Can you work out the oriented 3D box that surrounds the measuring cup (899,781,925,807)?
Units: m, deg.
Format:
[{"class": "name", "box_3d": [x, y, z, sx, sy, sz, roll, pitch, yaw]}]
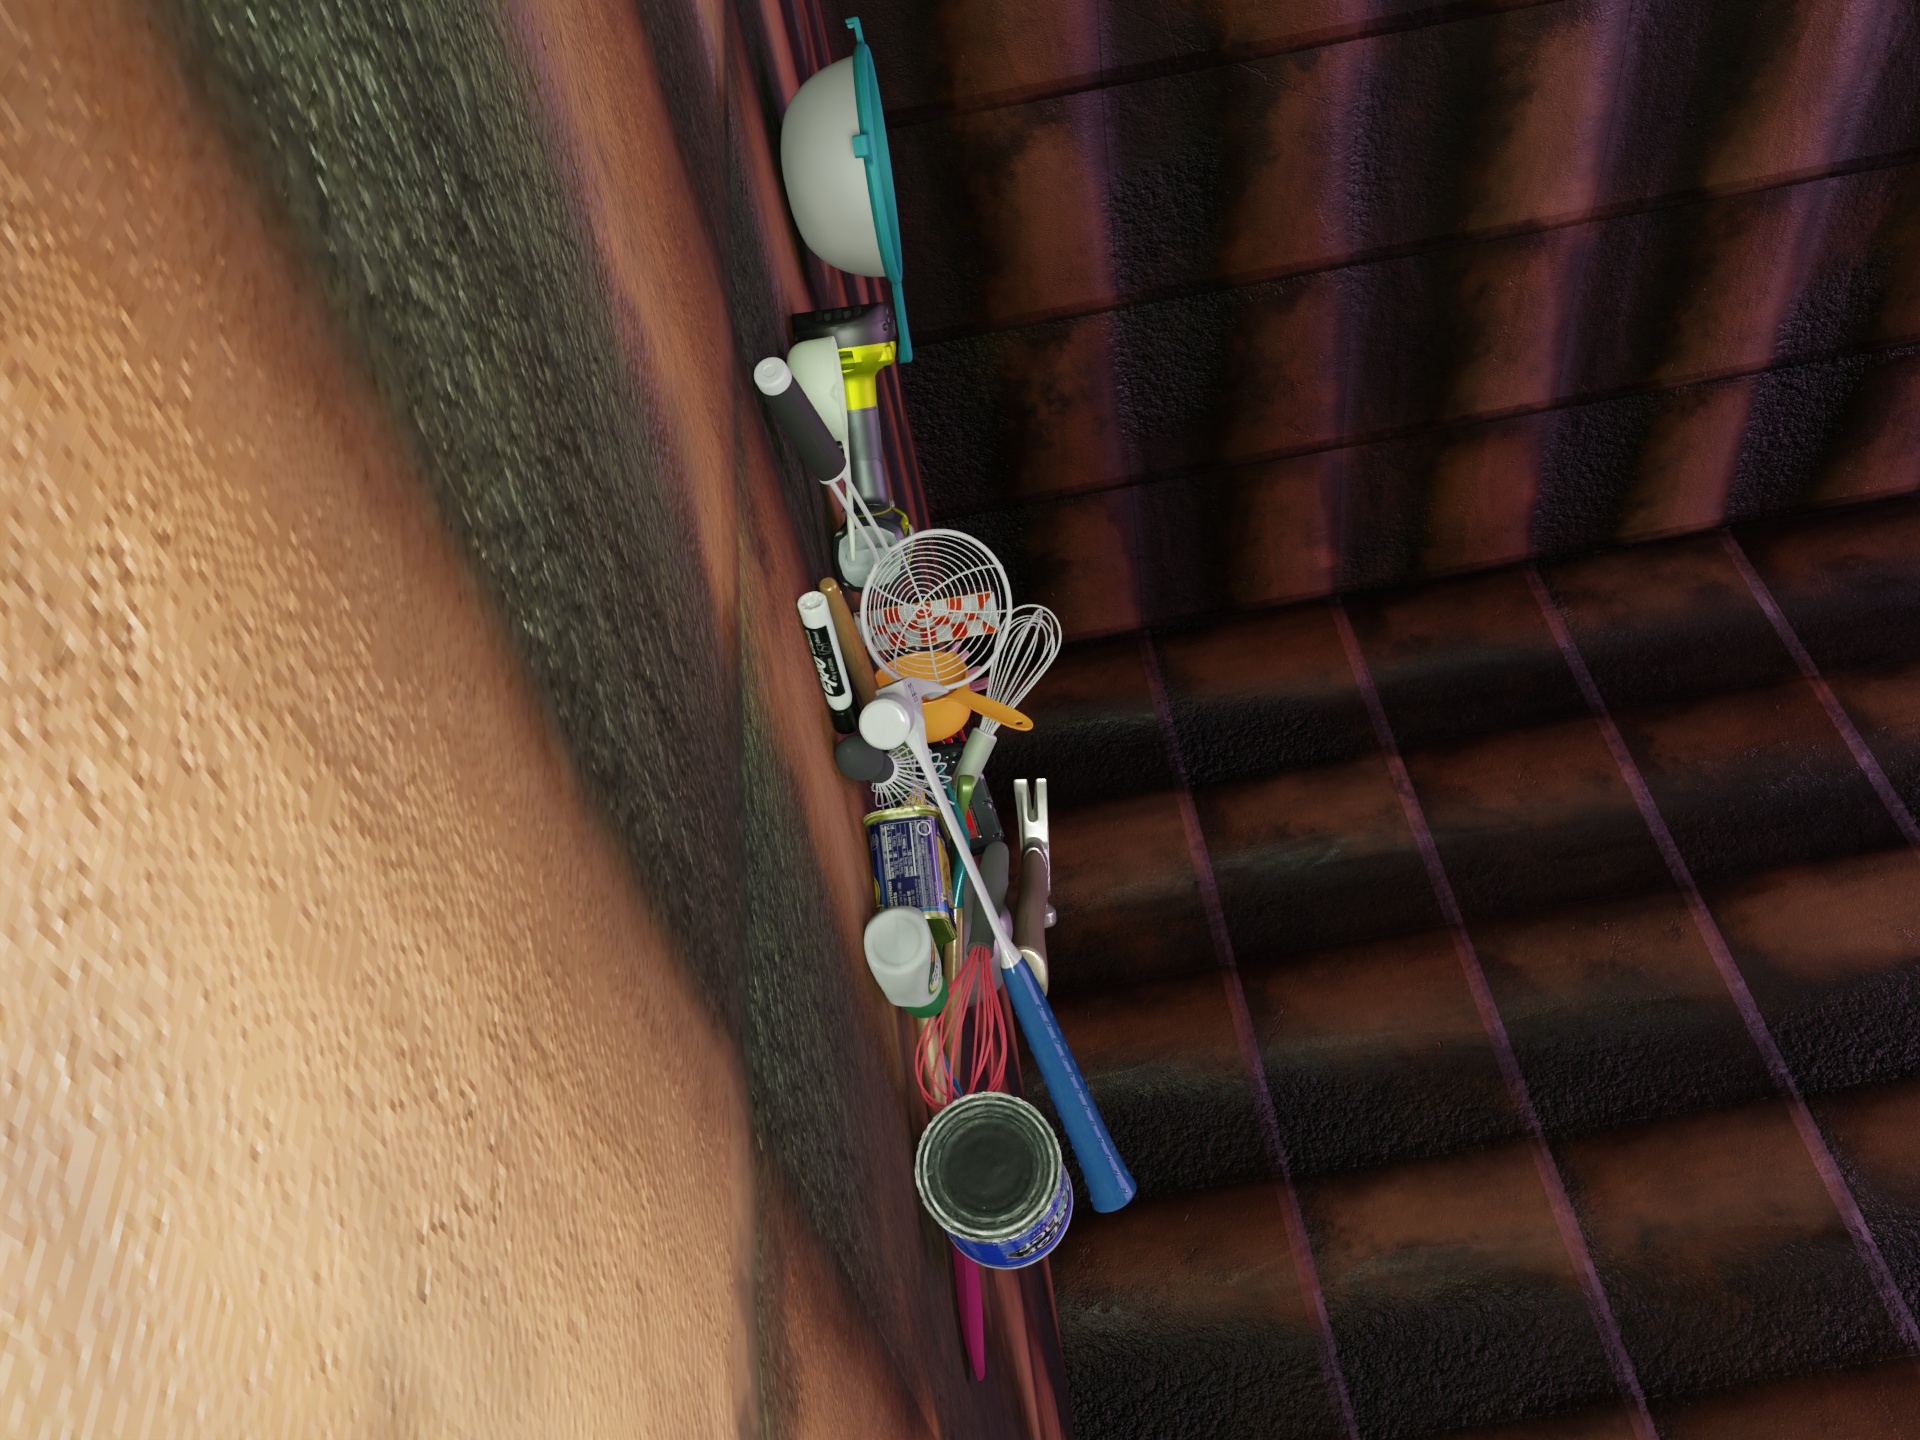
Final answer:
[{"class": "measuring cup", "box_3d": [-0.040, 0.098, 1.481, 0.156, 0.029, 0.062, 78, 3, -55]}]

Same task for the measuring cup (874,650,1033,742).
[{"class": "measuring cup", "box_3d": [-0.002, -0.004, 1.404, 0.174, 0.095, 0.052, 24, -44, 36]}]

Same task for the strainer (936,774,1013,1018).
[{"class": "strainer", "box_3d": [0.018, 0.159, 1.459, 0.152, 0.069, 0.256, -95, -171, -58]}]

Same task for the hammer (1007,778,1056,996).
[{"class": "hammer", "box_3d": [0.060, 0.150, 1.368, 0.410, 0.038, 0.146, -61, 148, -83]}]

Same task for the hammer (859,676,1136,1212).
[{"class": "hammer", "box_3d": [0.033, 0.156, 1.115, 0.144, 0.035, 0.405, -58, 126, -75]}]

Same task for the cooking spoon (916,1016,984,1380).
[{"class": "cooking spoon", "box_3d": [-0.010, 0.352, 1.256, 0.068, 0.017, 0.319, 53, 27, -74]}]

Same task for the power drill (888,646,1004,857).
[{"class": "power drill", "box_3d": [-0.025, 0.026, 1.628, 0.227, 0.080, 0.187, -105, 177, -68]}]

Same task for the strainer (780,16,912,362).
[{"class": "strainer", "box_3d": [-0.108, -0.465, 1.507, 0.340, 0.095, 0.211, 81, 3, -56]}]

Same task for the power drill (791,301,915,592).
[{"class": "power drill", "box_3d": [-0.081, -0.229, 1.333, 0.191, 0.080, 0.228, -87, 170, -76]}]

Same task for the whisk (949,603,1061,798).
[{"class": "whisk", "box_3d": [0.026, 0.005, 1.492, 0.058, 0.059, 0.246, -13, 129, -86]}]

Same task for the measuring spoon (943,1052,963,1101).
[{"class": "measuring spoon", "box_3d": [-0.024, 0.285, 1.323, 0.042, 0.021, 0.128, -93, 164, -69]}]

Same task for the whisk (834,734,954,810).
[{"class": "whisk", "box_3d": [-0.051, 0.040, 1.170, 0.284, 0.070, 0.070, 44, 36, -79]}]

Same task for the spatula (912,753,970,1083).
[{"class": "spatula", "box_3d": [-0.016, 0.186, 1.370, 0.082, 0.044, 0.317, -176, -93, -69]}]

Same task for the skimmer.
[{"class": "skimmer", "box_3d": [-0.052, -0.134, 1.130, 0.090, 0.127, 0.363, 39, -7, 25]}]

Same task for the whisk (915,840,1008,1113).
[{"class": "whisk", "box_3d": [0.013, 0.204, 1.296, 0.296, 0.073, 0.073, -78, 161, -50]}]

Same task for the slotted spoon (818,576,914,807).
[{"class": "slotted spoon", "box_3d": [-0.072, -0.020, 1.259, 0.313, 0.031, 0.070, 74, 4, -59]}]

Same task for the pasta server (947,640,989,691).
[{"class": "pasta server", "box_3d": [0.004, -0.040, 1.620, 0.060, 0.040, 0.316, 51, 3, -5]}]

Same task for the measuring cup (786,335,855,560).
[{"class": "measuring cup", "box_3d": [-0.102, -0.200, 1.186, 0.083, 0.038, 0.167, -92, 178, -73]}]
